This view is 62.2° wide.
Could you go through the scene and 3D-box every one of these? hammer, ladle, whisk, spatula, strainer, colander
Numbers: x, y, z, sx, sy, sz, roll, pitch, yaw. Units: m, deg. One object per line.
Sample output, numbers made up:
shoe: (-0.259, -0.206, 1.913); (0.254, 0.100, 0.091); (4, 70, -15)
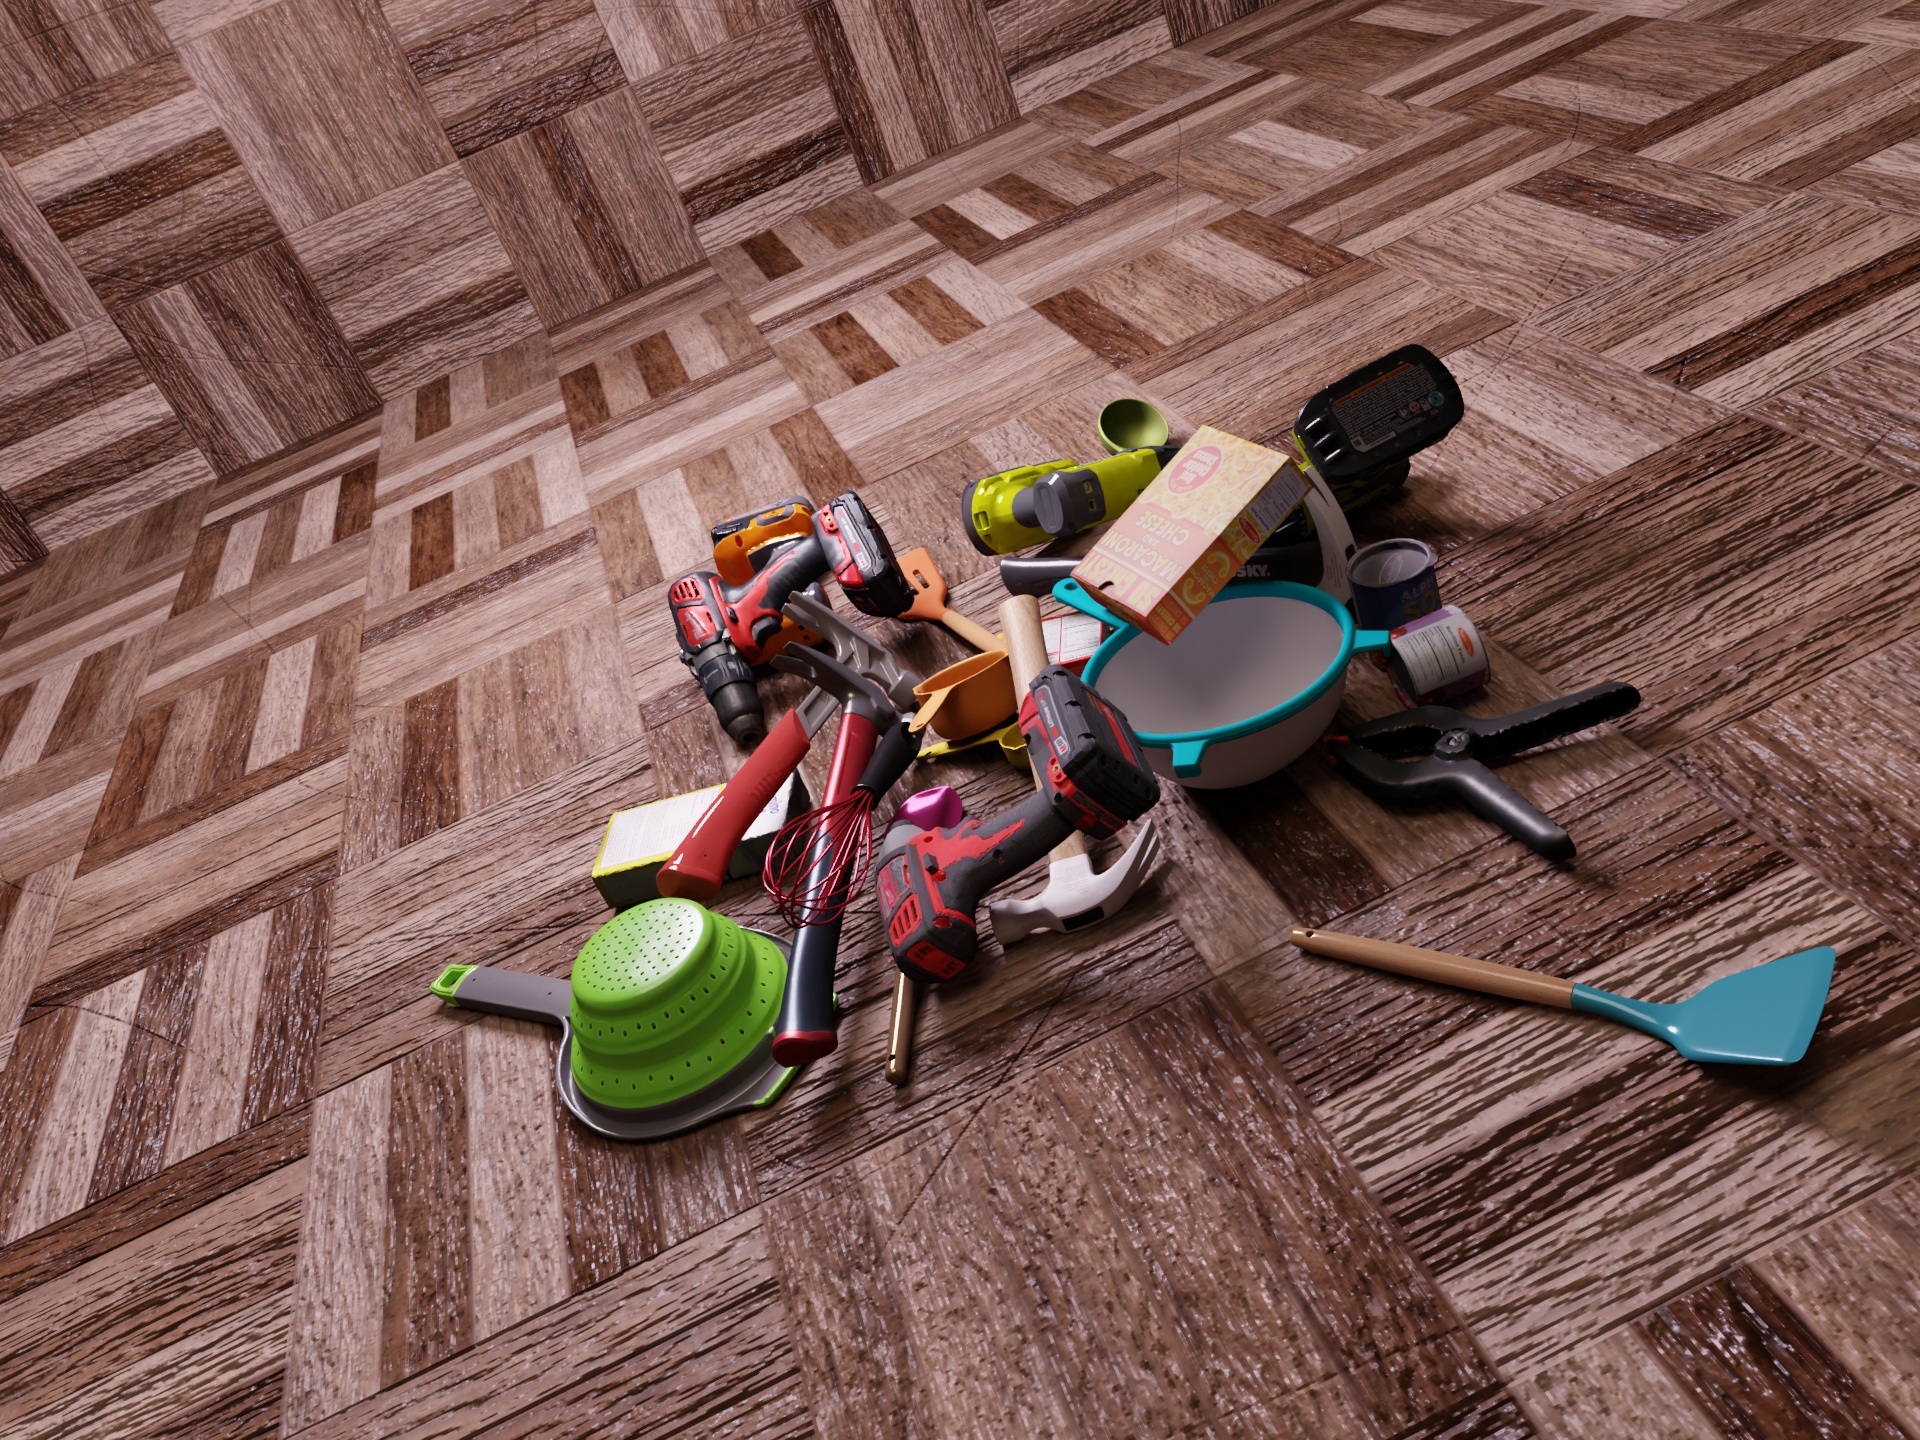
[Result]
hammer: (0.177, -0.134, 1.360); (0.335, 0.146, 0.035); (2, 25, 36)
ladle: (0.207, -0.262, 1.579); (0.078, 0.062, 0.320); (-1, 21, -12)
whisk: (-0.078, 0.066, 1.191); (0.073, 0.073, 0.296); (-10, 20, 20)
hammer: (-0.158, 0.023, 1.326); (0.036, 0.149, 0.359); (-55, 1, 40)
spatula: (0.335, 0.148, 0.937); (0.318, 0.044, 0.082); (7, 46, 40)
hammer: (-0.109, 0.093, 1.211); (0.038, 0.143, 0.387); (-44, 24, 33)
strainer: (0.175, -0.034, 1.265); (0.211, 0.095, 0.341); (-31, 30, -14)
hammer: (0.070, 0.022, 1.238); (0.130, 0.031, 0.332); (-16, 47, 8)
colander: (-0.284, 0.196, 1.210); (0.397, 0.094, 0.205); (2, 39, 34)
spatula: (-0.007, -0.099, 1.505); (0.081, 0.041, 0.323); (-35, 26, -9)

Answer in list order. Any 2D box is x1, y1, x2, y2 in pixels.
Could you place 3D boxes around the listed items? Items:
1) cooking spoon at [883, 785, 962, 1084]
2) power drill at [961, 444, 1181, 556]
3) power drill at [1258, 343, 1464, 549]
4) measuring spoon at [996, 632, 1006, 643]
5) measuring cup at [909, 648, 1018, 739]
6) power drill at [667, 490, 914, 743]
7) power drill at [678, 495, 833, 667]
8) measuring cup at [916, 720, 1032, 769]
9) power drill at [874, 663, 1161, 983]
cooking spoon: (-0.035, 0.150, 1.194); (0.069, 0.017, 0.319); (-17, 32, 15)
power drill: (0.112, -0.214, 1.511); (0.171, 0.080, 0.223); (-20, 10, -25)
power drill: (0.320, -0.219, 1.371); (0.190, 0.080, 0.228); (-28, -9, -9)
measuring spoon: (0.048, -0.072, 1.431); (0.021, 0.011, 0.117); (-65, 13, -3)
measuring cup: (-0.002, -0.004, 1.325); (0.095, 0.052, 0.174); (-19, 15, 24)
power drill: (-0.162, -0.097, 1.527); (0.226, 0.080, 0.188); (-28, 61, 6)
power drill: (-0.216, -0.137, 1.681); (0.164, 0.084, 0.227); (-18, 36, 8)
measuring cup: (0.025, 0.026, 1.342); (0.156, 0.029, 0.062); (-13, 24, 38)
power drill: (0.025, 0.072, 1.126); (0.219, 0.078, 0.143); (-43, 34, 18)
